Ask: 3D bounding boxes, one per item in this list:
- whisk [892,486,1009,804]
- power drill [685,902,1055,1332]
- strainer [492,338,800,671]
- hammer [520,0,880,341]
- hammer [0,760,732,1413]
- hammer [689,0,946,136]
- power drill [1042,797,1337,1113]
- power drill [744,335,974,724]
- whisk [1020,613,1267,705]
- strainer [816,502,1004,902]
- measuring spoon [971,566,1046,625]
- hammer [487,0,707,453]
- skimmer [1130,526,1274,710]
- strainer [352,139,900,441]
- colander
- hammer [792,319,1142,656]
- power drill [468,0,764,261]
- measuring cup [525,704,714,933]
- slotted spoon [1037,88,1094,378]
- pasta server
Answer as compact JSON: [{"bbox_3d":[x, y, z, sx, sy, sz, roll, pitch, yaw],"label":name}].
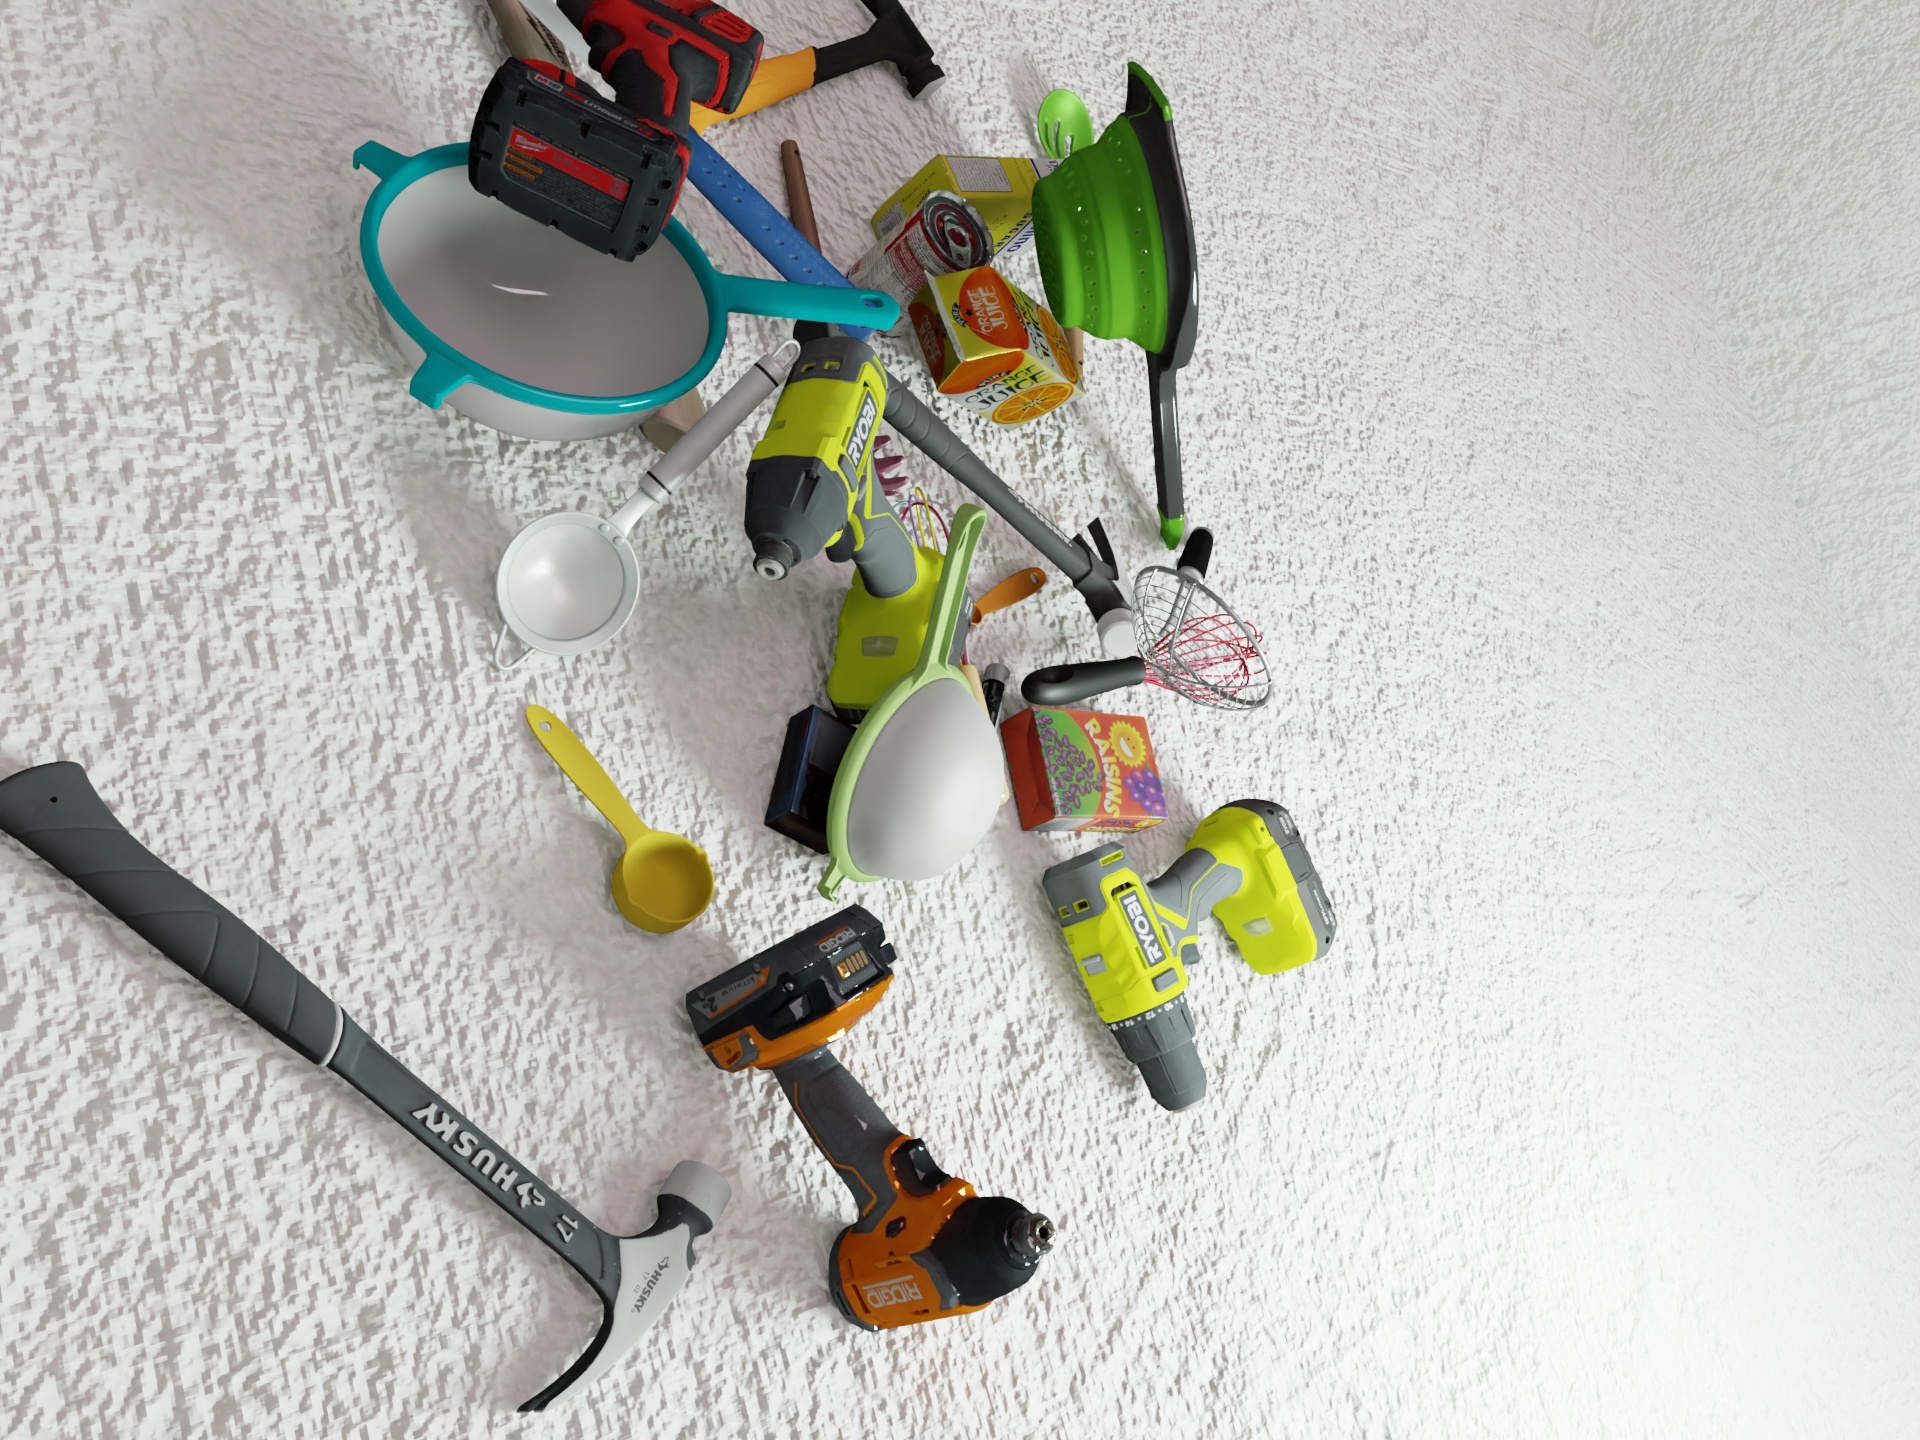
[{"bbox_3d":[-0.006,-0.056,1.123,0.051,0.047,0.245,-1,67,-35],"label":"whisk"},{"bbox_3d":[-0.044,0.222,0.876,0.084,0.164,0.226,-25,86,-46],"label":"power drill"},{"bbox_3d":[-0.186,-0.131,0.936,0.258,0.050,0.086,-46,126,-3],"label":"strainer"},{"bbox_3d":[-0.209,-0.402,1.071,0.405,0.035,0.144,42,48,-20],"label":"hammer"},{"bbox_3d":[-0.293,0.168,0.766,0.408,0.036,0.149,45,47,-16],"label":"hammer"},{"bbox_3d":[-0.136,-0.515,1.249,0.127,0.034,0.337,54,44,-9],"label":"hammer"},{"bbox_3d":[0.176,0.163,1.170,0.228,0.080,0.190,-19,83,-43],"label":"power drill"},{"bbox_3d":[-0.067,-0.102,0.997,0.223,0.080,0.171,65,32,-49],"label":"power drill"},{"bbox_3d":[0.148,-0.041,1.241,0.295,0.073,0.073,-11,78,-46],"label":"whisk"},{"bbox_3d":[-0.002,-0.003,0.978,0.069,0.256,0.151,26,26,25],"label":"strainer"},{"bbox_3d":[0.033,-0.095,1.215,0.117,0.011,0.021,-33,92,-50],"label":"measuring spoon"},{"bbox_3d":[-0.244,-0.372,1.078,0.146,0.038,0.411,-15,81,-47],"label":"hammer"},{"bbox_3d":[0.196,-0.106,1.229,0.127,0.090,0.363,49,25,-9],"label":"skimmer"},{"bbox_3d":[-0.200,-0.242,0.986,0.340,0.095,0.211,-4,60,-34],"label":"strainer"},{"bbox_3d":[0.120,-0.296,1.246,0.205,0.094,0.396,-104,-177,-51],"label":"colander"},{"bbox_3d":[0.009,-0.184,1.167,0.334,0.035,0.146,38,25,-27],"label":"hammer"},{"bbox_3d":[-0.212,-0.389,0.970,0.143,0.078,0.220,24,47,-13],"label":"power drill"},{"bbox_3d":[-0.204,0.057,0.917,0.156,0.029,0.062,50,44,5],"label":"measuring cup"},{"bbox_3d":[0.097,-0.437,1.430,0.070,0.031,0.314,18,60,-36],"label":"slotted spoon"},{"bbox_3d":[-0.096,-0.301,1.177,0.060,0.040,0.316,12,60,-51],"label":"pasta server"}]
